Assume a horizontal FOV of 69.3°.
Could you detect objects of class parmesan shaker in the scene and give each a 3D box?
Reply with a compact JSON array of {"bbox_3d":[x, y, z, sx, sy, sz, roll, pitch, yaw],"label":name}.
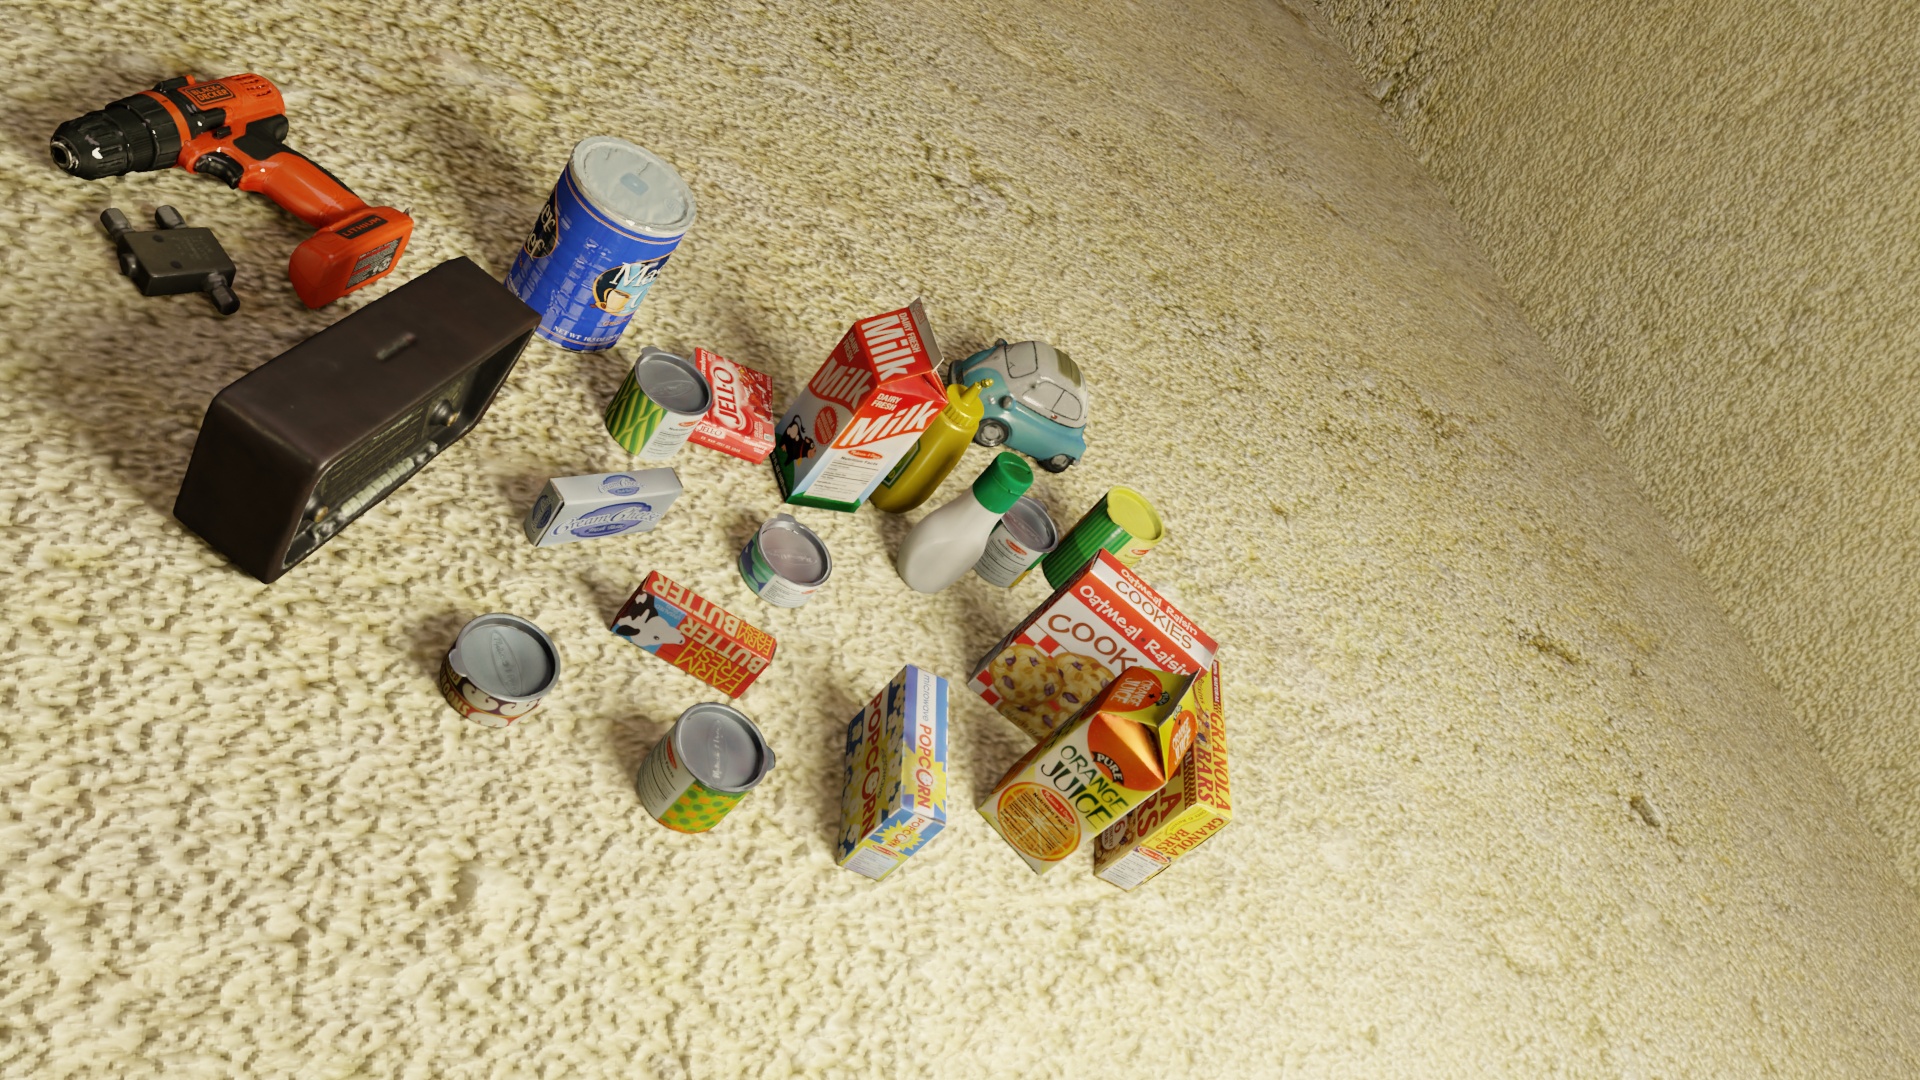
[{"bbox_3d":[0.129,0.006,1.287,0.071,0.102,0.072,26,39,-23],"label":"parmesan shaker"}]

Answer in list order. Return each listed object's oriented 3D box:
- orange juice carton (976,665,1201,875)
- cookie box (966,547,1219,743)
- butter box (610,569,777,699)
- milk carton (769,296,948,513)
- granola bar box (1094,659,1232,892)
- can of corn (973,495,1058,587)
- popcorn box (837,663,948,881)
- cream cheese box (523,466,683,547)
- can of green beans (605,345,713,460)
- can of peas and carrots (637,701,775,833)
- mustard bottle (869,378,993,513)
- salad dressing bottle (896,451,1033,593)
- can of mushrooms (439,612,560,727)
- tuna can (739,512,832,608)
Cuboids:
[{"bbox_3d":[0.105,0.162,1.028,0.073,0.191,0.072,46,35,3],"label":"orange juice carton"},{"bbox_3d":[0.104,0.099,1.113,0.123,0.166,0.040,40,35,-5],"label":"cookie box"},{"bbox_3d":[-0.185,0.066,0.966,0.103,0.053,0.024,32,37,-16],"label":"butter box"},{"bbox_3d":[-0.076,-0.110,1.132,0.073,0.189,0.072,9,48,-39],"label":"milk carton"},{"bbox_3d":[0.161,0.183,1.120,0.039,0.123,0.166,30,38,-19],"label":"granola bar box"},{"bbox_3d":[0.046,-0.001,1.252,0.071,0.058,0.071,26,39,-23],"label":"can of corn"},{"bbox_3d":[-0.046,0.161,0.975,0.038,0.085,0.127,26,39,-23],"label":"popcorn box"},{"bbox_3d":[-0.254,-0.024,0.991,0.104,0.053,0.024,-10,61,-49],"label":"cream cheese box"},{"bbox_3d":[-0.236,-0.105,1.086,0.071,0.057,0.071,26,39,-23],"label":"can of green beans"},{"bbox_3d":[-0.164,0.148,0.897,0.071,0.058,0.071,26,39,-23],"label":"can of peas and carrots"},{"bbox_3d":[-0.024,-0.089,1.187,0.049,0.159,0.065,8,48,-39],"label":"mustard bottle"},{"bbox_3d":[0.004,-0.014,1.149,0.064,0.147,0.044,16,44,-34],"label":"salad dressing bottle"},{"bbox_3d":[-0.290,0.081,0.866,0.071,0.033,0.071,26,39,-23],"label":"can of mushrooms"},{"bbox_3d":[-0.137,0.016,1.081,0.071,0.032,0.071,26,39,-23],"label":"tuna can"}]
